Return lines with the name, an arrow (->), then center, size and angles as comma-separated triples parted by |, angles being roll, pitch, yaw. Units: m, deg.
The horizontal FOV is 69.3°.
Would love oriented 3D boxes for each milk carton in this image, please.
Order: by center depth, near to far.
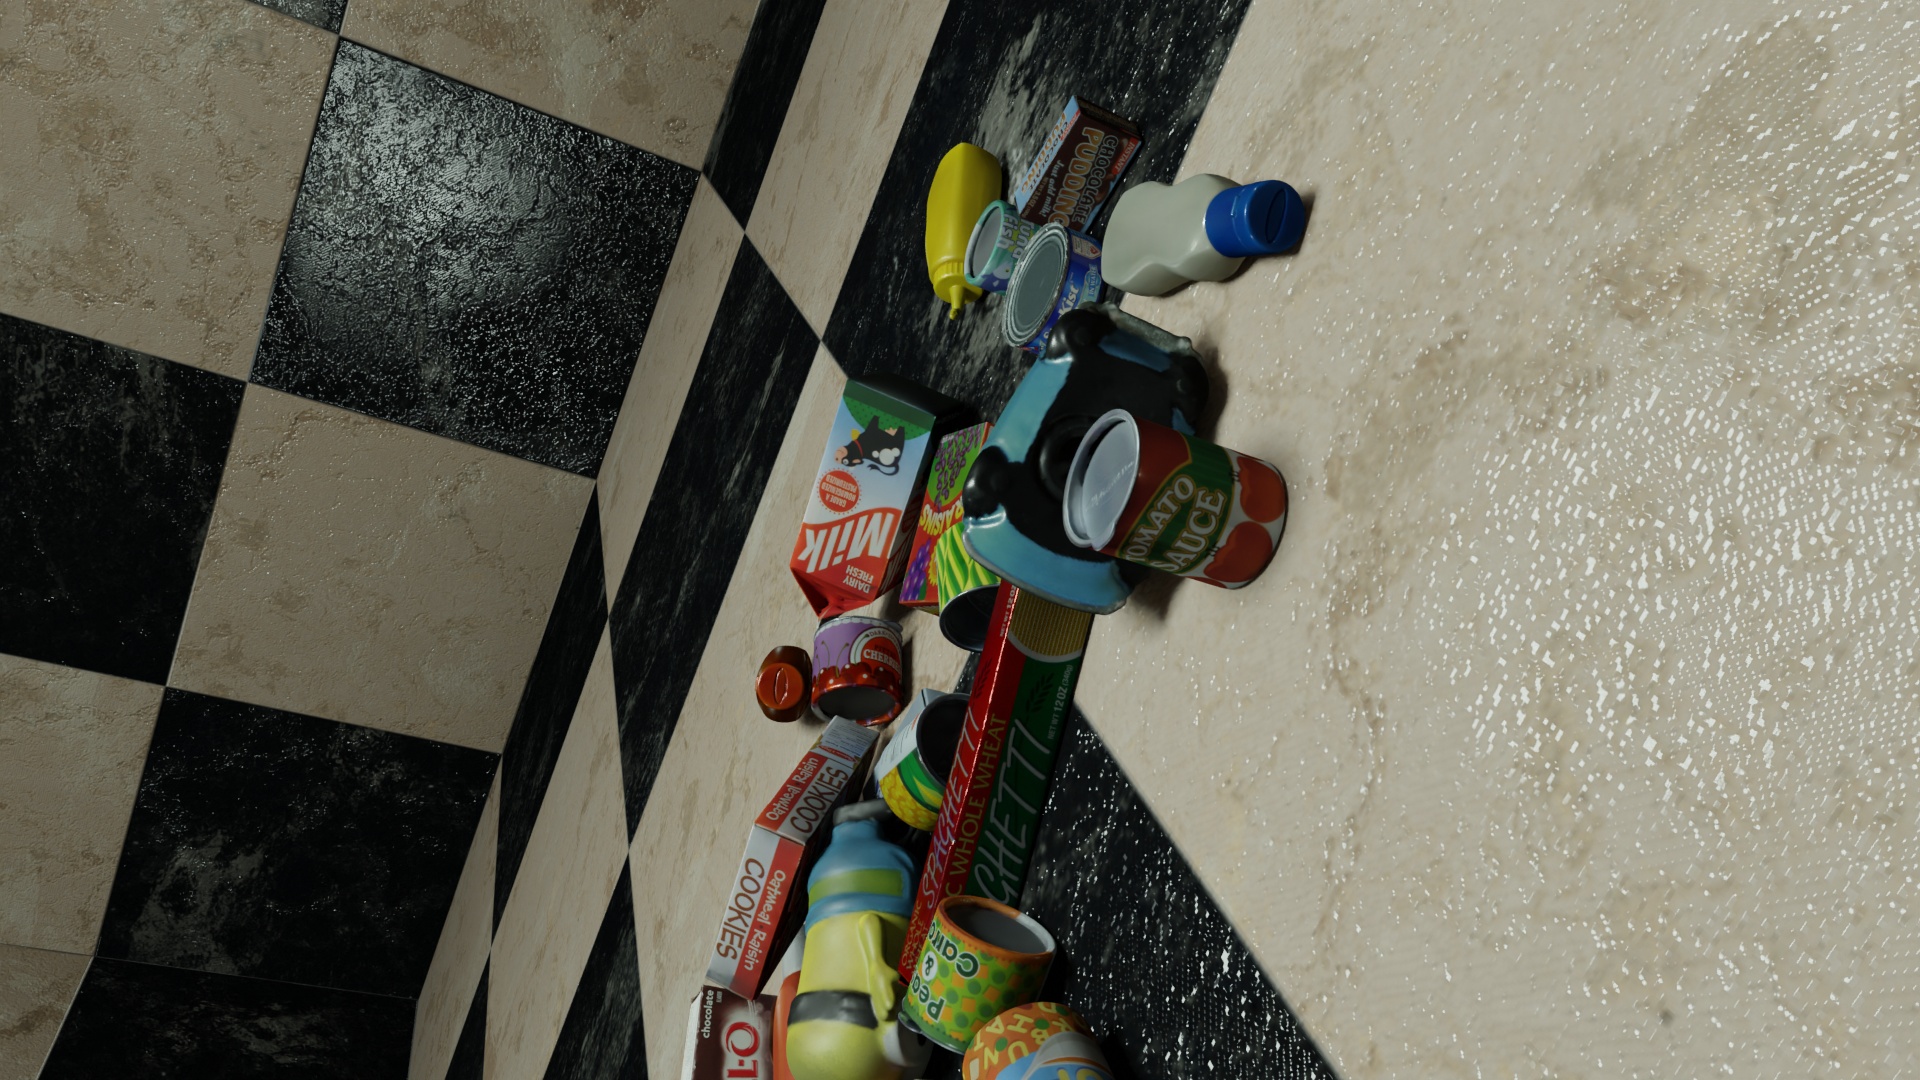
milk carton -> -0.068, -0.023, 1.030 | 0.072, 0.073, 0.189 | -36, -33, -68

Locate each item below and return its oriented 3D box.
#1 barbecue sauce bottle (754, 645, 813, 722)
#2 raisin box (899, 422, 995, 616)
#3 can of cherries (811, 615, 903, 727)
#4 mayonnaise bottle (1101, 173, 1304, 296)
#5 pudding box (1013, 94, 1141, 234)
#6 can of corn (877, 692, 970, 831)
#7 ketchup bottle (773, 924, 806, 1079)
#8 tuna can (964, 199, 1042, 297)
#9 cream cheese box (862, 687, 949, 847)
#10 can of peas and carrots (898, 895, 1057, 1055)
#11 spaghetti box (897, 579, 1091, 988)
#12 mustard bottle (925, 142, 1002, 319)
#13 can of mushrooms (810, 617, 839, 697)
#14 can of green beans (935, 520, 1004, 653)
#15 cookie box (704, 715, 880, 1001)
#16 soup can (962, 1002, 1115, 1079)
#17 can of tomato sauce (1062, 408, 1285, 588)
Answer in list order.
barbecue sauce bottle -> -0.144, 0.117, 1.132 | 0.148, 0.044, 0.065 | 131, 144, -83
raisin box -> 0.003, -0.012, 0.941 | 0.086, 0.040, 0.123 | -9, 65, 65
can of cherries -> -0.073, 0.095, 1.011 | 0.071, 0.071, 0.059 | -50, 32, 45
mayonnaise bottle -> 0.129, -0.168, 0.754 | 0.148, 0.041, 0.064 | 16, 91, 67
pudding box -> 0.077, -0.245, 0.918 | 0.083, 0.050, 0.030 | -56, 26, 36
can of corn -> -0.007, 0.135, 0.829 | 0.058, 0.071, 0.071 | -49, 33, 48
ketchup bottle -> -0.102, 0.332, 0.937 | 0.064, 0.043, 0.149 | -51, 30, 30
tuna can -> 0.032, -0.216, 1.027 | 0.070, 0.033, 0.071 | -49, 32, 47
cream cheese box -> -0.033, 0.154, 0.928 | 0.103, 0.024, 0.053 | -61, 25, 29
can of peas and carrots -> 0.008, 0.224, 0.718 | 0.058, 0.071, 0.071 | -70, 22, 6
spaghetti box -> 0.022, 0.132, 0.779 | 0.028, 0.050, 0.250 | 5, 79, 69
mustard bottle -> 0.001, -0.236, 1.094 | 0.065, 0.049, 0.161 | -41, 39, 54
can of mushrooms -> -0.091, 0.098, 1.092 | 0.070, 0.033, 0.071 | -47, 34, 47
can of green beans -> 0.019, 0.026, 0.840 | 0.071, 0.071, 0.058 | -53, 29, 41
cookie box -> -0.109, 0.210, 0.940 | 0.168, 0.040, 0.122 | -51, -19, -69
soup can -> 0.044, 0.257, 0.618 | 0.071, 0.071, 0.084 | -67, 23, 17
can of tomato sauce -> 0.101, -0.017, 0.654 | 0.071, 0.083, 0.071 | -48, 33, 47
